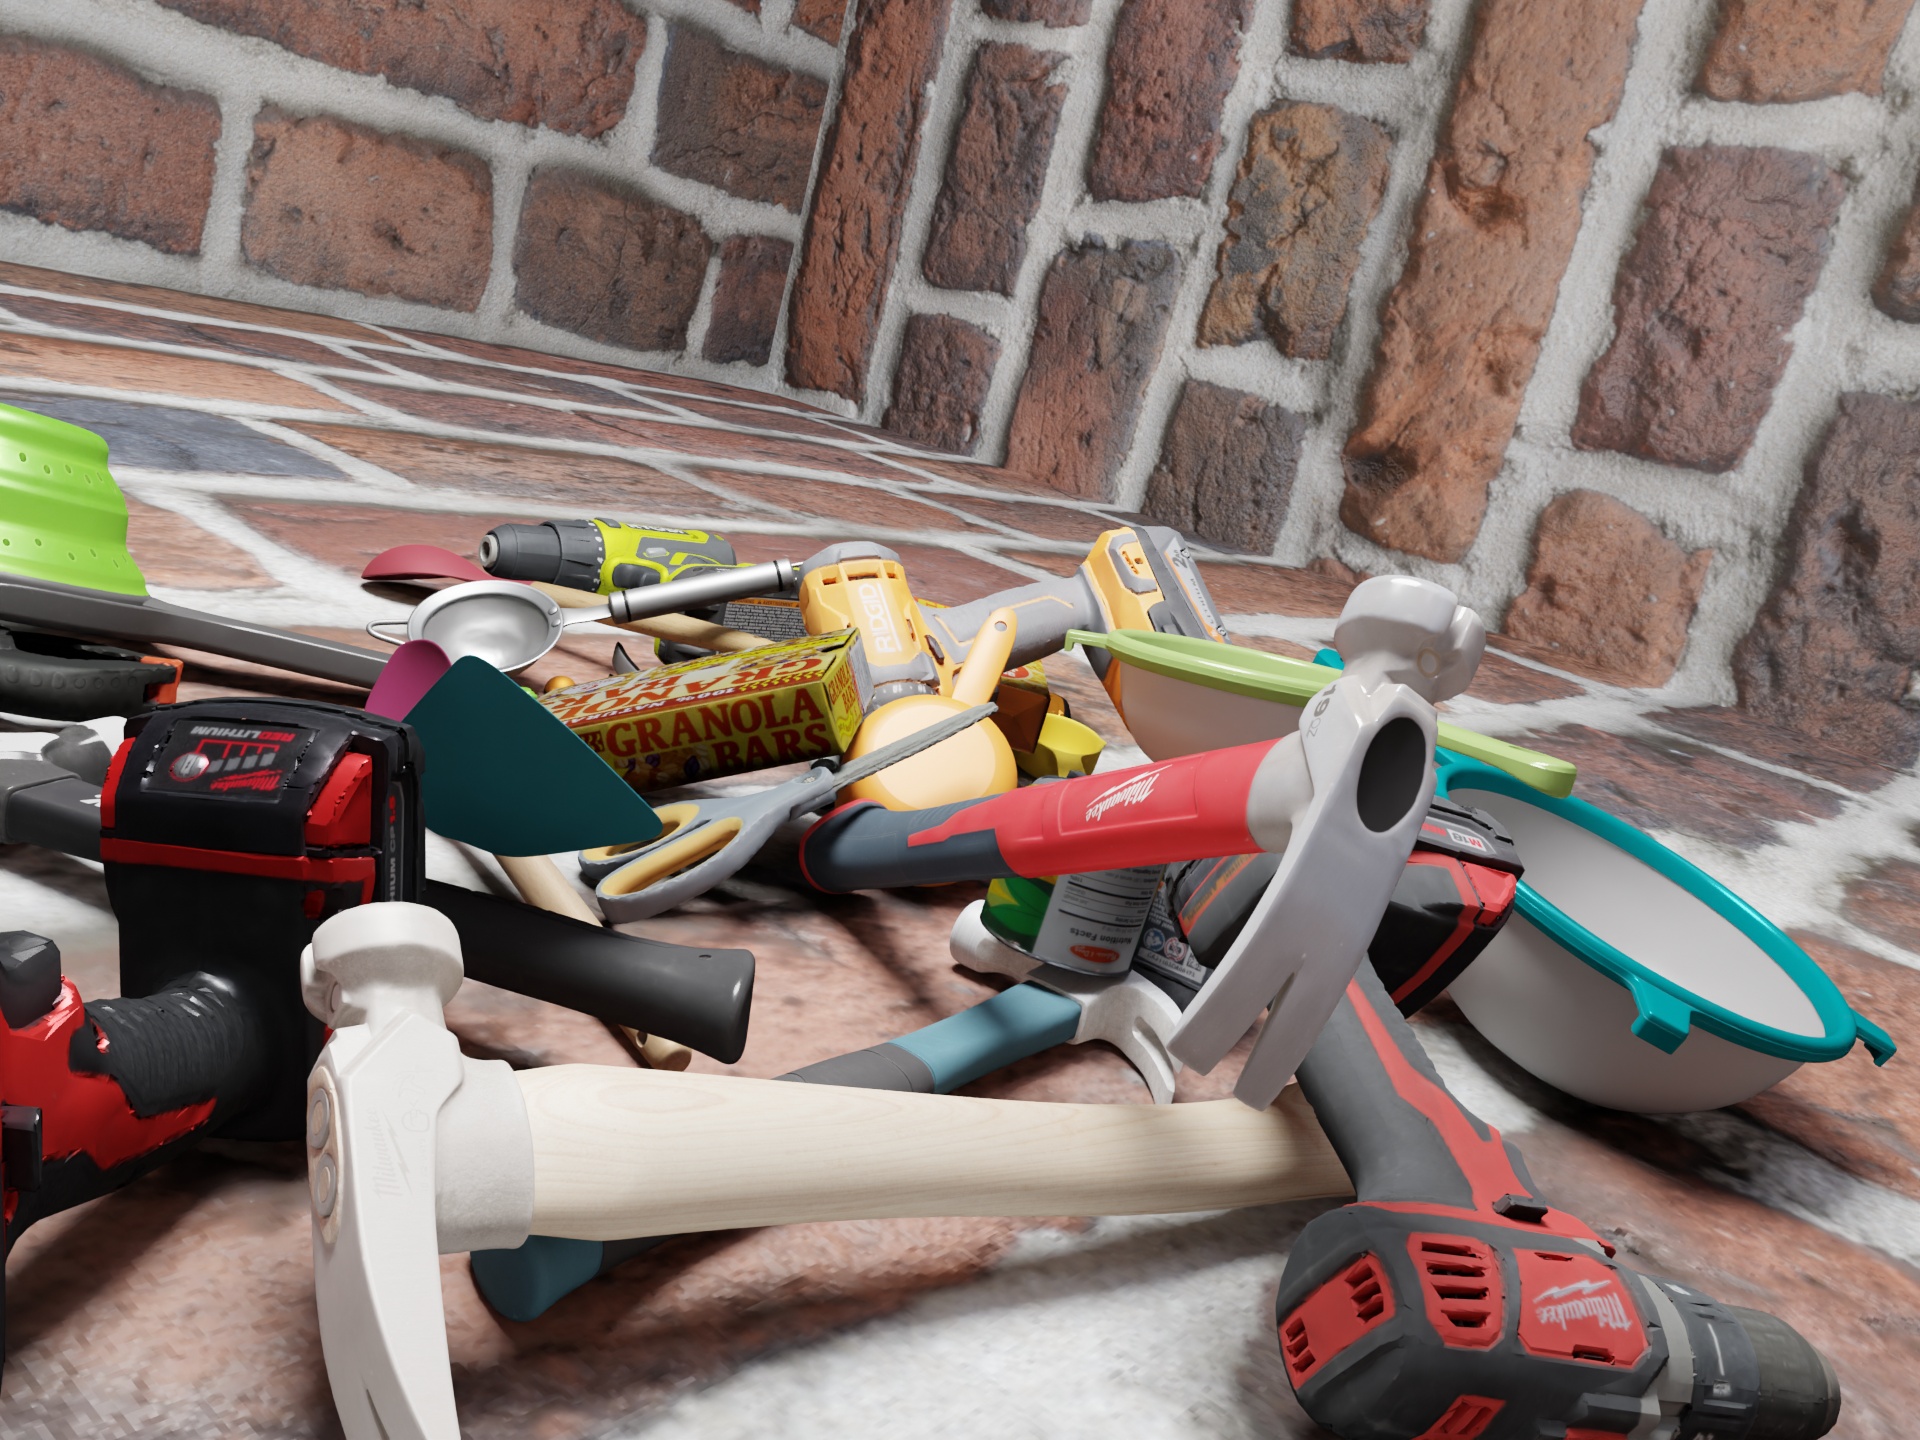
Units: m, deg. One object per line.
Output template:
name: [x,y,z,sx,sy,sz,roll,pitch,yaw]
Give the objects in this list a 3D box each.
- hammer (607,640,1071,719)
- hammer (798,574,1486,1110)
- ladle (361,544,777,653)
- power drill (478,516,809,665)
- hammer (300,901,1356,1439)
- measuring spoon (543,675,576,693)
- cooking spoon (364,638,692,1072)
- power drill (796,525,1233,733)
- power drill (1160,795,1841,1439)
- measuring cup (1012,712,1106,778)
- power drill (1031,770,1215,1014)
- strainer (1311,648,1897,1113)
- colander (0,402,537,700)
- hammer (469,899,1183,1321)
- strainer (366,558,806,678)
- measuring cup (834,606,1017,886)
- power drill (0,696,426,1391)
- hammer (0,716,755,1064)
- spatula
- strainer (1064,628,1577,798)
hammer: [-0.056,-0.007,1.007,0.336,0.034,0.127,1,21,-45]
hammer: [0.016,0.052,0.560,0.038,0.143,0.386,36,-21,-17]
ladle: [-0.249,-0.074,1.002,0.315,0.031,0.069,14,10,23]
power drill: [-0.203,-0.089,1.094,0.190,0.080,0.229,1,17,-43]
hammer: [0.022,0.137,0.469,0.410,0.038,0.146,11,42,-37]
measuring spoon: [-0.222,-0.006,0.878,0.021,0.011,0.117,11,15,-14]
cooking spoon: [-0.185,0.047,0.646,0.017,0.069,0.319,26,8,-44]
power drill: [0.035,-0.023,0.884,0.226,0.084,0.186,-6,55,-18]
power drill: [0.168,0.128,0.512,0.187,0.080,0.227,17,37,-23]
measuring cup: [0.064,0.042,0.977,0.062,0.029,0.157,12,26,-11]
power drill: [0.106,0.070,0.786,0.164,0.084,0.226,22,11,27]
strainer: [0.264,0.082,0.792,0.210,0.095,0.341,11,25,-35]
colander: [-0.400,-0.088,0.784,0.396,0.094,0.204,14,1,-21]
hammer: [-0.029,0.123,0.536,0.128,0.033,0.331,22,16,30]
strainer: [-0.205,-0.061,0.921,0.258,0.050,0.087,-13,45,-12]
measuring cup: [-0.001,-0.003,0.793,0.095,0.174,0.052,21,-31,4]
power drill: [-0.203,0.063,0.365,0.078,0.143,0.220,4,11,4]
hammer: [-0.220,0.057,0.531,0.335,0.035,0.146,13,13,17]
spatula: [-0.208,0.013,0.606,0.082,0.044,0.318,47,-19,-25]
strainer: [0.169,0.015,0.744,0.151,0.069,0.257,5,12,-35]
